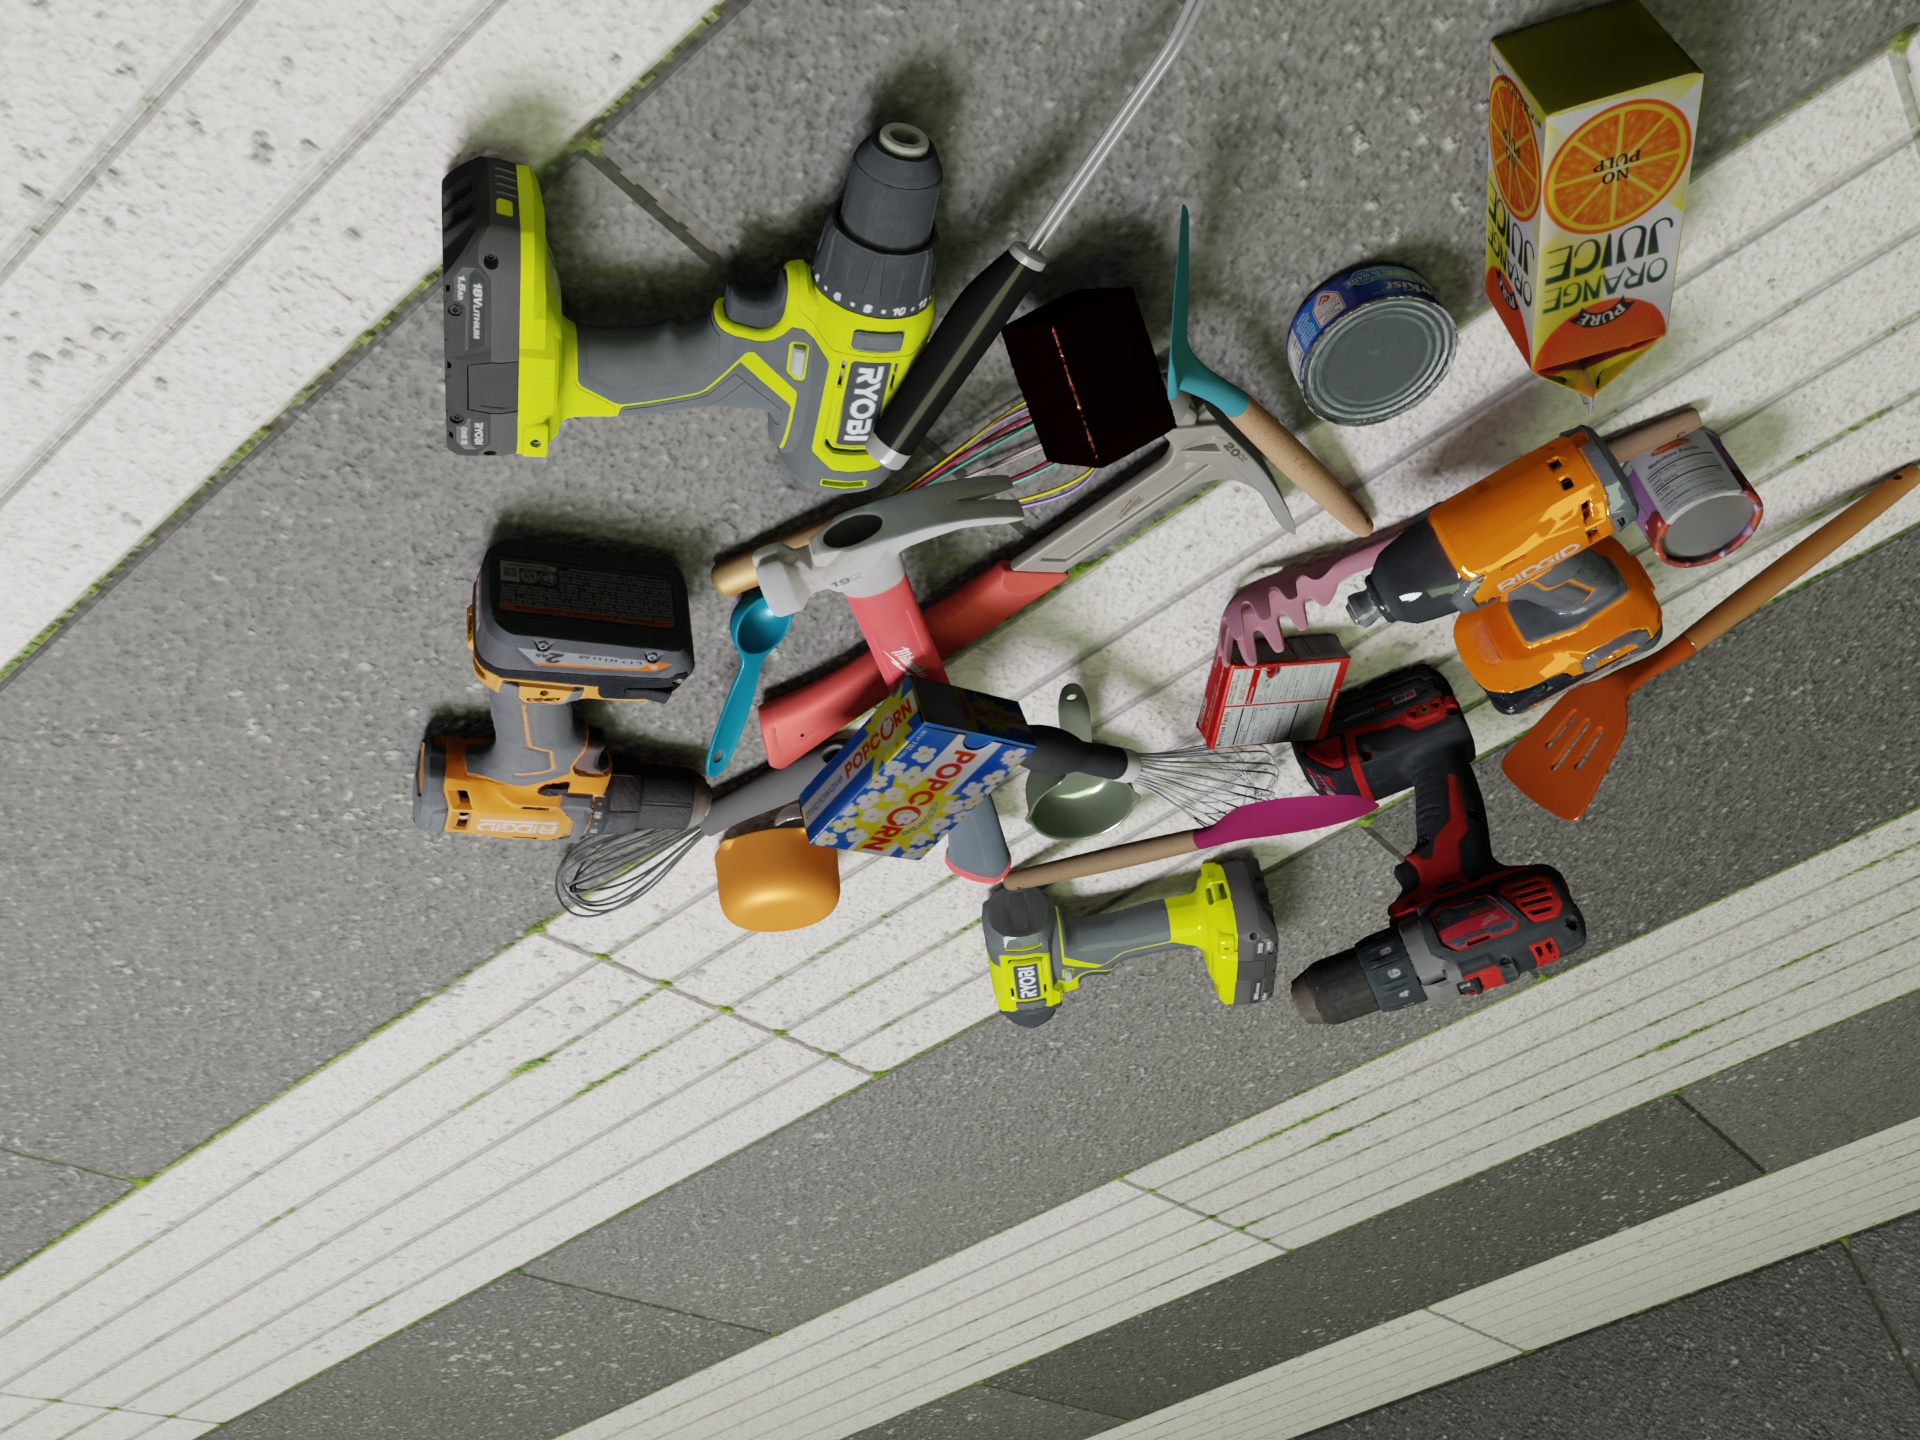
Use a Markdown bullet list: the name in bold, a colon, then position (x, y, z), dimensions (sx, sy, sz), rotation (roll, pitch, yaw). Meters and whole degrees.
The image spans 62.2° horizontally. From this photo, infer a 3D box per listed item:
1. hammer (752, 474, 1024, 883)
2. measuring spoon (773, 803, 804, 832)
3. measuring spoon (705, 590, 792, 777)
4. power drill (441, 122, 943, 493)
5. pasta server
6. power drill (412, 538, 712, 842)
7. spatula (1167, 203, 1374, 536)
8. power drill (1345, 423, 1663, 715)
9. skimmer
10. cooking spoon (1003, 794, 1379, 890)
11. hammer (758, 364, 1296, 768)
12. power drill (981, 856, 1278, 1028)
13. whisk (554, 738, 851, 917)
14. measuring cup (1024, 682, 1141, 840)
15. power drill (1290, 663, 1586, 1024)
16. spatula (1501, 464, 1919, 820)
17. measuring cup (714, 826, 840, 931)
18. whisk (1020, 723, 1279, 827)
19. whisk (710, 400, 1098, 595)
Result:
- **hammer**: position (-0.002, -0.003, 0.981), dimensions (0.143, 0.038, 0.385), rotation (-18, 146, 2)
- **measuring spoon**: position (-0.074, 0.068, 1.128), dimensions (0.124, 0.018, 0.034), rotation (1, 153, -26)
- **measuring spoon**: position (-0.137, -0.024, 0.962), dimensions (0.042, 0.021, 0.128), rotation (-6, 126, -48)
- **power drill**: position (-0.122, -0.195, 0.745), dimensions (0.228, 0.080, 0.190), rotation (-1, 141, -18)
- **pasta server**: position (0.302, -0.115, 0.982), dimensions (0.316, 0.040, 0.060), rotation (-23, 157, 11)
- **power drill**: position (-0.221, -0.001, 0.955), dimensions (0.185, 0.084, 0.226), rotation (6, 142, -24)
- **spatula**: position (0.169, -0.159, 0.853), dimensions (0.044, 0.082, 0.317), rotation (-4, 163, 35)
- **power drill**: position (0.332, -0.078, 0.963), dimensions (0.164, 0.084, 0.226), rotation (-30, 152, 19)
- **skimmer**: position (0.084, -0.236, 0.697), dimensions (0.363, 0.090, 0.127), rotation (-51, 161, 25)
- **cooking spoon**: position (0.147, 0.088, 1.114), dimensions (0.068, 0.017, 0.319), rotation (17, 155, -41)
- **hammer**: position (0.021, -0.068, 0.967), dimensions (0.359, 0.037, 0.149), rotation (-33, 137, 23)
- **power drill**: position (0.134, 0.186, 1.277), dimensions (0.223, 0.080, 0.171), rotation (-8, 141, 1)
- **whisk**: position (-0.172, 0.070, 1.078), dimensions (0.239, 0.055, 0.055), rotation (-26, 139, 11)
- **measuring cup**: position (0.078, 0.020, 1.088), dimensions (0.083, 0.038, 0.167), rotation (-11, 139, -1)
- **power drill**: position (0.291, 0.090, 1.075), dimensions (0.188, 0.227, 0.080), rotation (-23, 140, 13)
- **spatula**: position (0.494, -0.058, 1.034), dimensions (0.322, 0.081, 0.041), rotation (-37, 122, 0)
- **measuring cup**: position (-0.098, 0.100, 1.098), dimensions (0.173, 0.052, 0.095), rotation (-27, 149, 37)
- **whisk**: position (0.128, 0.033, 1.061), dimensions (0.284, 0.070, 0.070), rotation (13, 136, -45)
- **whisk**: position (-0.033, -0.123, 0.885), dimensions (0.245, 0.051, 0.047), rotation (-20, 143, 18)
